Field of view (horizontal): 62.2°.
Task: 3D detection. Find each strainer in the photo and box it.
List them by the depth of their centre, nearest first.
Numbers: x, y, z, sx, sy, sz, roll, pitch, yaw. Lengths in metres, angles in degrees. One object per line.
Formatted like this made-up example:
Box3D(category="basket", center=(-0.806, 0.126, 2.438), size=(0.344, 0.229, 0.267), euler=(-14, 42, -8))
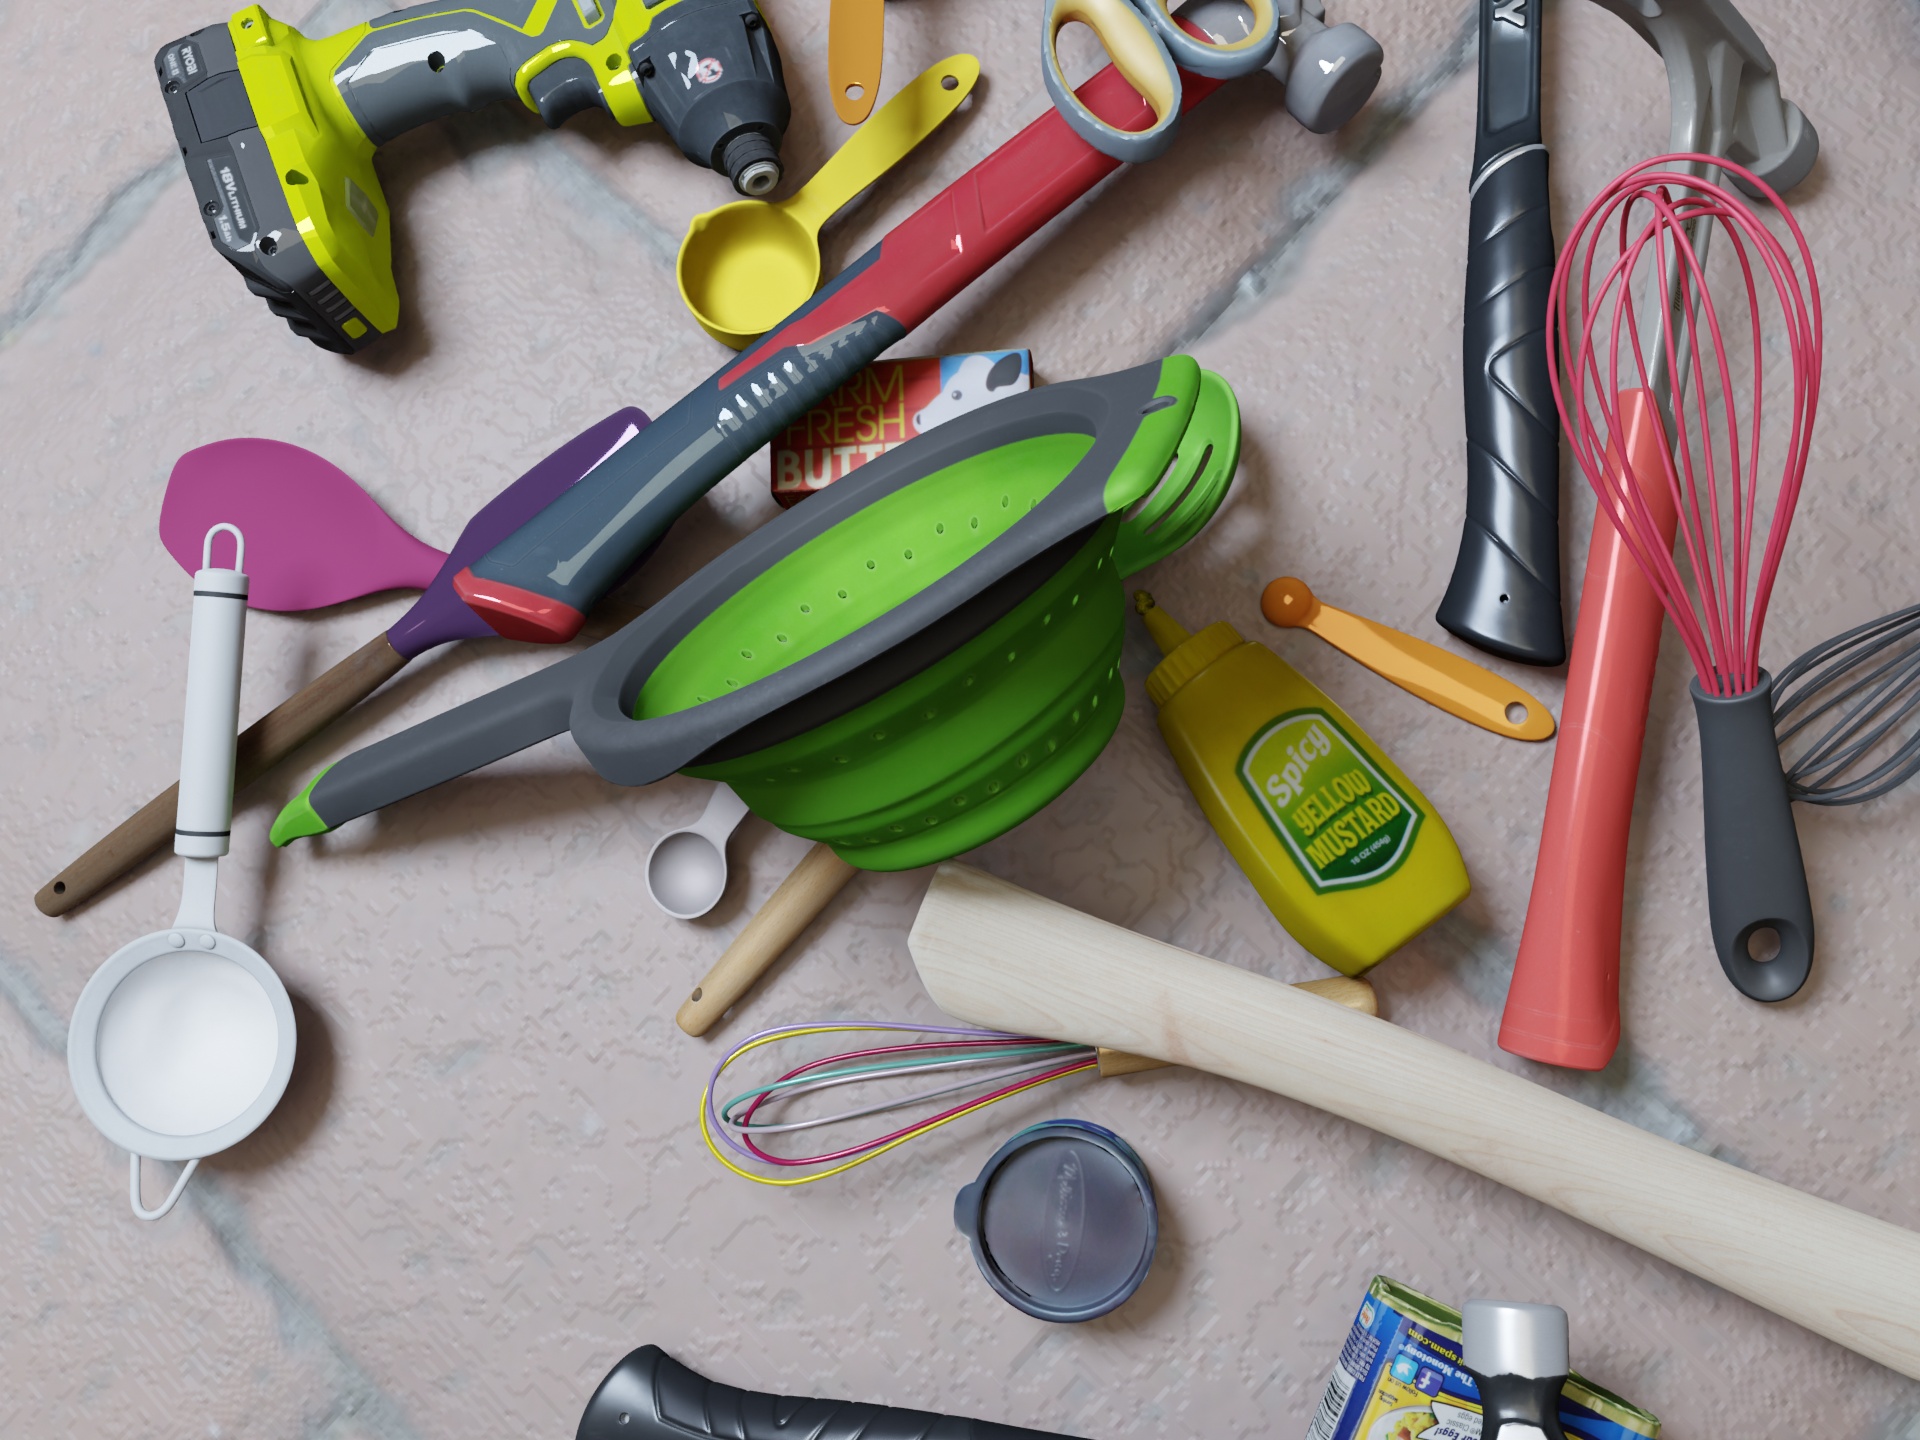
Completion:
Box3D(category="strainer", center=(-0.286, 0.054, 0.604), size=(0.087, 0.050, 0.258), euler=(5, 90, 1))

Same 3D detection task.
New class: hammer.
Box3D(category="hammer", center=(0.182, 0.125, 0.513), size=(0.410, 0.038, 0.146), euler=(21, 104, 5))
Box3D(category="hammer", center=(0.023, 0.252, 0.516), size=(0.335, 0.035, 0.146), euler=(-2, 70, 20))
Box3D(category="hammer", center=(0.225, -0.062, 0.541), size=(0.037, 0.149, 0.359), euler=(8, 88, 48))
Box3D(category="hammer", center=(0.210, -0.223, 0.592), size=(0.149, 0.036, 0.409), euler=(0, 84, 21))
Box3D(category="hammer", center=(-0.034, -0.171, 0.593), size=(0.386, 0.038, 0.143), euler=(-39, 70, -6))

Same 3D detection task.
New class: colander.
Box3D(category="colander", center=(-0.083, 0.006, 0.549), size=(0.397, 0.205, 0.094), euler=(-20, 113, 27))

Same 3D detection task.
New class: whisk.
Box3D(category="whisk", center=(0.235, -0.028, 0.492), size=(0.073, 0.073, 0.295), euler=(-19, 116, 4))
Box3D(category="whisk", center=(0.363, -0.049, 0.550), size=(0.239, 0.055, 0.055), euler=(-39, 79, -4))
Box3D(category="whisk", center=(0.028, 0.125, 0.569), size=(0.245, 0.051, 0.047), euler=(-10, 46, 1))

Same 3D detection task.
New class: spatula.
Box3D(category="spatula", center=(-0.238, -0.013, 0.623), size=(0.316, 0.018, 0.060), euler=(-34, 83, 6))

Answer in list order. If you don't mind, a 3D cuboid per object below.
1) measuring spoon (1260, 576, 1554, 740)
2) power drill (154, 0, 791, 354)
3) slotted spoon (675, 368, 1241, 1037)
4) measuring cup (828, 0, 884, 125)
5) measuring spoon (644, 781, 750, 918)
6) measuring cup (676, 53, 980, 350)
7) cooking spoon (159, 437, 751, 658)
Box3D(category="measuring spoon", center=(0.165, -0.023, 0.588), size=(0.117, 0.011, 0.021), euler=(28, 86, 10))
Box3D(category="power drill", center=(-0.184, -0.244, 0.629), size=(0.223, 0.080, 0.171), euler=(-24, 72, 1))
Box3D(category="slotted spoon", center=(-0.001, -0.002, 0.596), size=(0.314, 0.031, 0.070), euler=(-49, 39, 2))
Box3D(category="measuring cup", center=(-0.036, -0.301, 0.630), size=(0.095, 0.052, 0.174), euler=(1, 77, 4))
Box3D(category="measuring spoon", center=(-0.077, 0.021, 0.604), size=(0.034, 0.018, 0.124), euler=(34, 92, 17))
Box3D(category="measuring cup", center=(-0.048, -0.209, 0.640), size=(0.062, 0.029, 0.156), euler=(43, 81, 10))
Box3D(category="cooking spoon", center=(-0.178, -0.050, 0.633), size=(0.319, 0.017, 0.069), euler=(16, 92, 10))
